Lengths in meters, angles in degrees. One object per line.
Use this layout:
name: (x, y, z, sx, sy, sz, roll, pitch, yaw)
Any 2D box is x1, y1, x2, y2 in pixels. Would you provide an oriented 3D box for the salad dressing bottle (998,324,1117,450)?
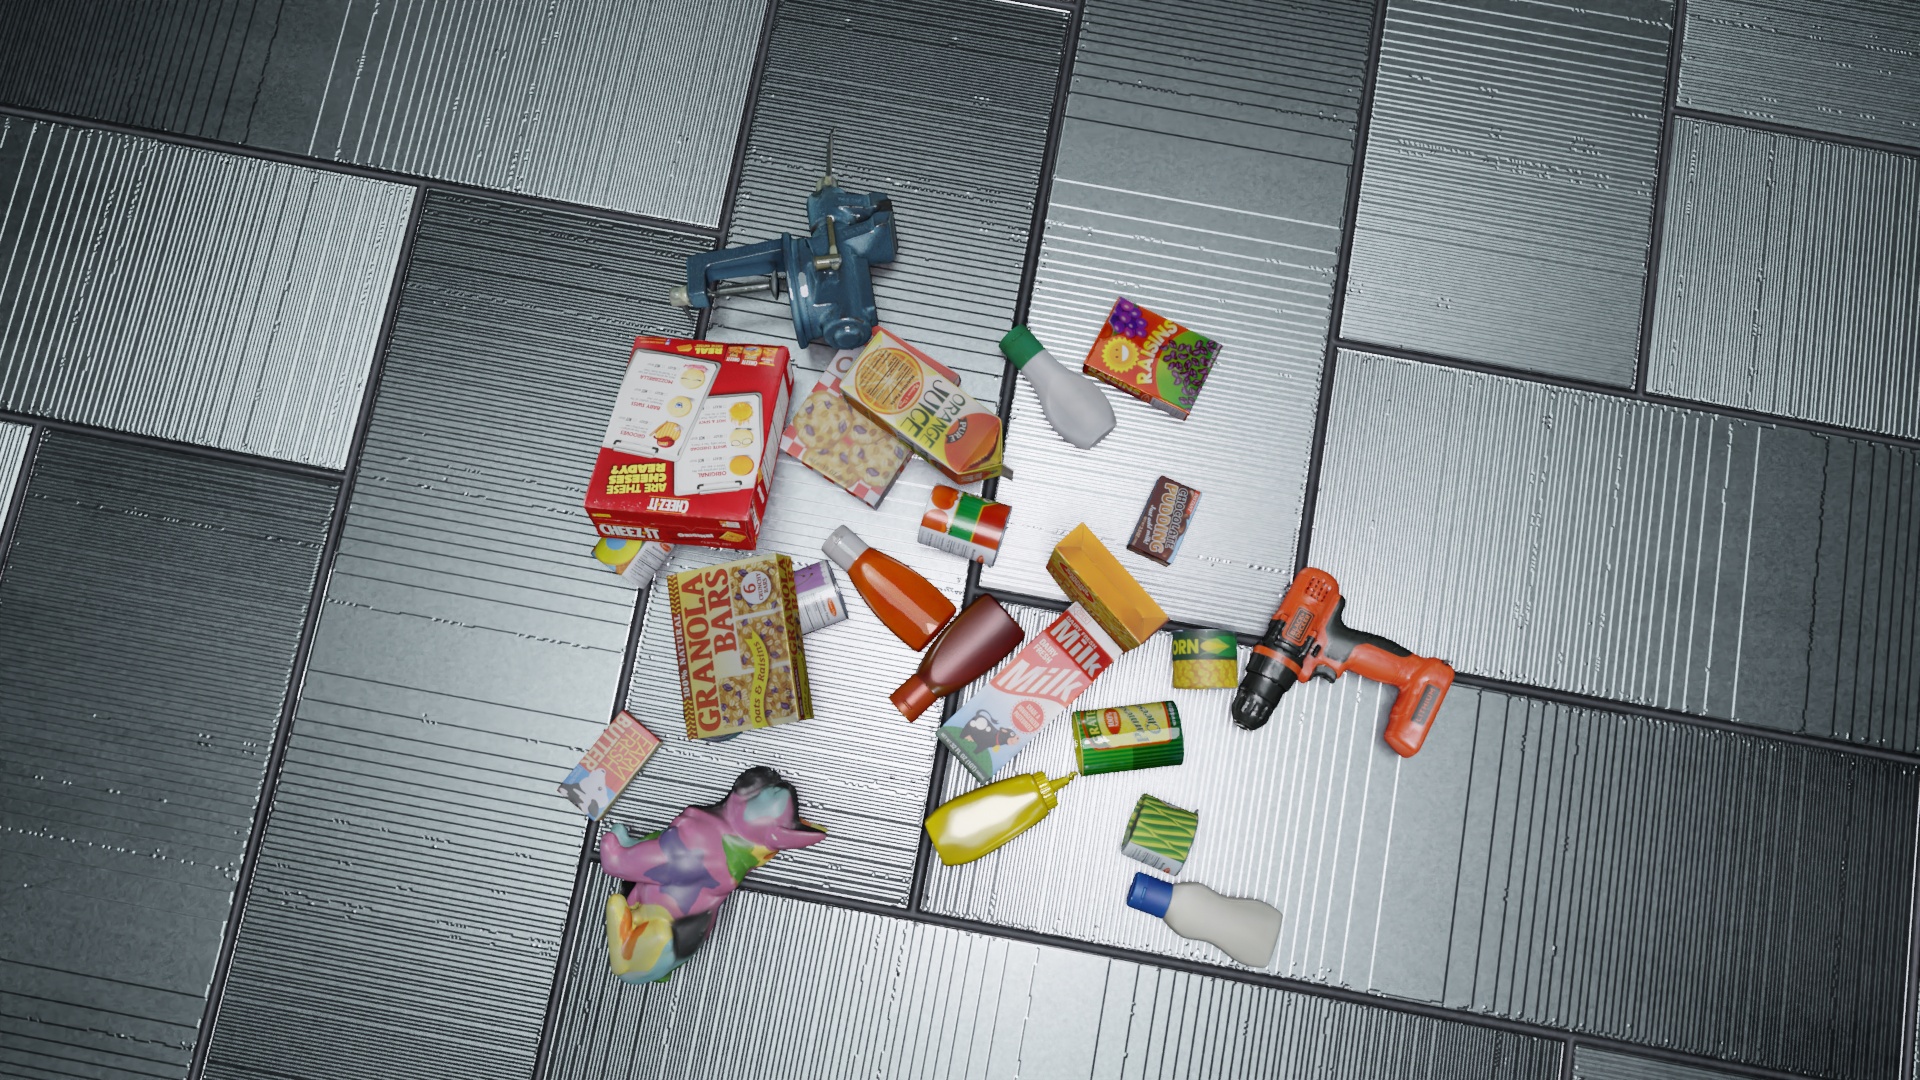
salad dressing bottle: (0.101, -0.163, 1.464, 0.064, 0.044, 0.148, -40, 82, -4)

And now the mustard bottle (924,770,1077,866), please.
mustard bottle: (0.046, 0.270, 1.391, 0.160, 0.048, 0.065, -24, 82, -5)

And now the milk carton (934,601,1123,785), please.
milk carton: (0.070, 0.150, 1.385, 0.190, 0.073, 0.072, -43, 84, 2)

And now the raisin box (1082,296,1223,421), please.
raisin box: (0.202, -0.192, 1.471, 0.123, 0.040, 0.086, 27, 83, 4)

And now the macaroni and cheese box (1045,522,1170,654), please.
macaroni and cheese box: (0.140, 0.051, 1.367, 0.040, 0.166, 0.124, -41, 83, -5)

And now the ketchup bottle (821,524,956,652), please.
ketchup bottle: (-0.077, 0.045, 1.428, 0.149, 0.043, 0.065, 42, 80, 6)

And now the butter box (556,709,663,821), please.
butter box: (-0.354, 0.228, 1.406, 0.053, 0.024, 0.103, 37, 83, 5)

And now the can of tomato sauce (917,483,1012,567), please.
can of tomato sauce: (0.005, -0.018, 1.428, 0.083, 0.071, 0.071, 18, 82, 3)

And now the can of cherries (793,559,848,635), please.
can of cherries: (-0.152, 0.059, 1.416, 0.058, 0.071, 0.071, -21, 82, -2)

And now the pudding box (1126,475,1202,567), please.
pudding box: (0.213, -0.020, 1.448, 0.050, 0.030, 0.084, 25, 82, 2)

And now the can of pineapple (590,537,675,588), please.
can of pineapple: (-0.336, 0.008, 1.421, 0.071, 0.071, 0.058, 34, 83, 5)

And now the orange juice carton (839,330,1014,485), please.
orange juice carton: (-0.024, -0.120, 1.400, 0.193, 0.071, 0.073, 36, 84, 4)

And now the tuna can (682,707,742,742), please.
tuna can: (-0.244, 0.172, 1.412, 0.071, 0.033, 0.071, 0, 81, 0)

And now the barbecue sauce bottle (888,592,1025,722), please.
barbecue sauce bottle: (-0.007, 0.123, 1.416, 0.149, 0.043, 0.065, -42, 91, -6)

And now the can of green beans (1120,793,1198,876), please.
can of green beans: (0.198, 0.292, 1.380, 0.058, 0.071, 0.071, 22, 82, 3)

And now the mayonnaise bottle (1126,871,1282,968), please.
mayonnaise bottle: (0.241, 0.371, 1.381, 0.148, 0.041, 0.065, 20, 80, 4)

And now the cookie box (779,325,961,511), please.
cookie box: (-0.095, -0.134, 1.459, 0.123, 0.040, 0.167, 32, 83, 4)

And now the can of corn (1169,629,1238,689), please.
can of corn: (0.245, 0.121, 1.406, 0.071, 0.071, 0.058, 0, 82, 0)

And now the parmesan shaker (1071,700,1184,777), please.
parmesan shaker: (0.167, 0.196, 1.396, 0.103, 0.071, 0.071, -7, 81, -2)

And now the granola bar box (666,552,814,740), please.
granola bar box: (-0.217, 0.105, 1.368, 0.124, 0.039, 0.165, -12, 81, 17)
